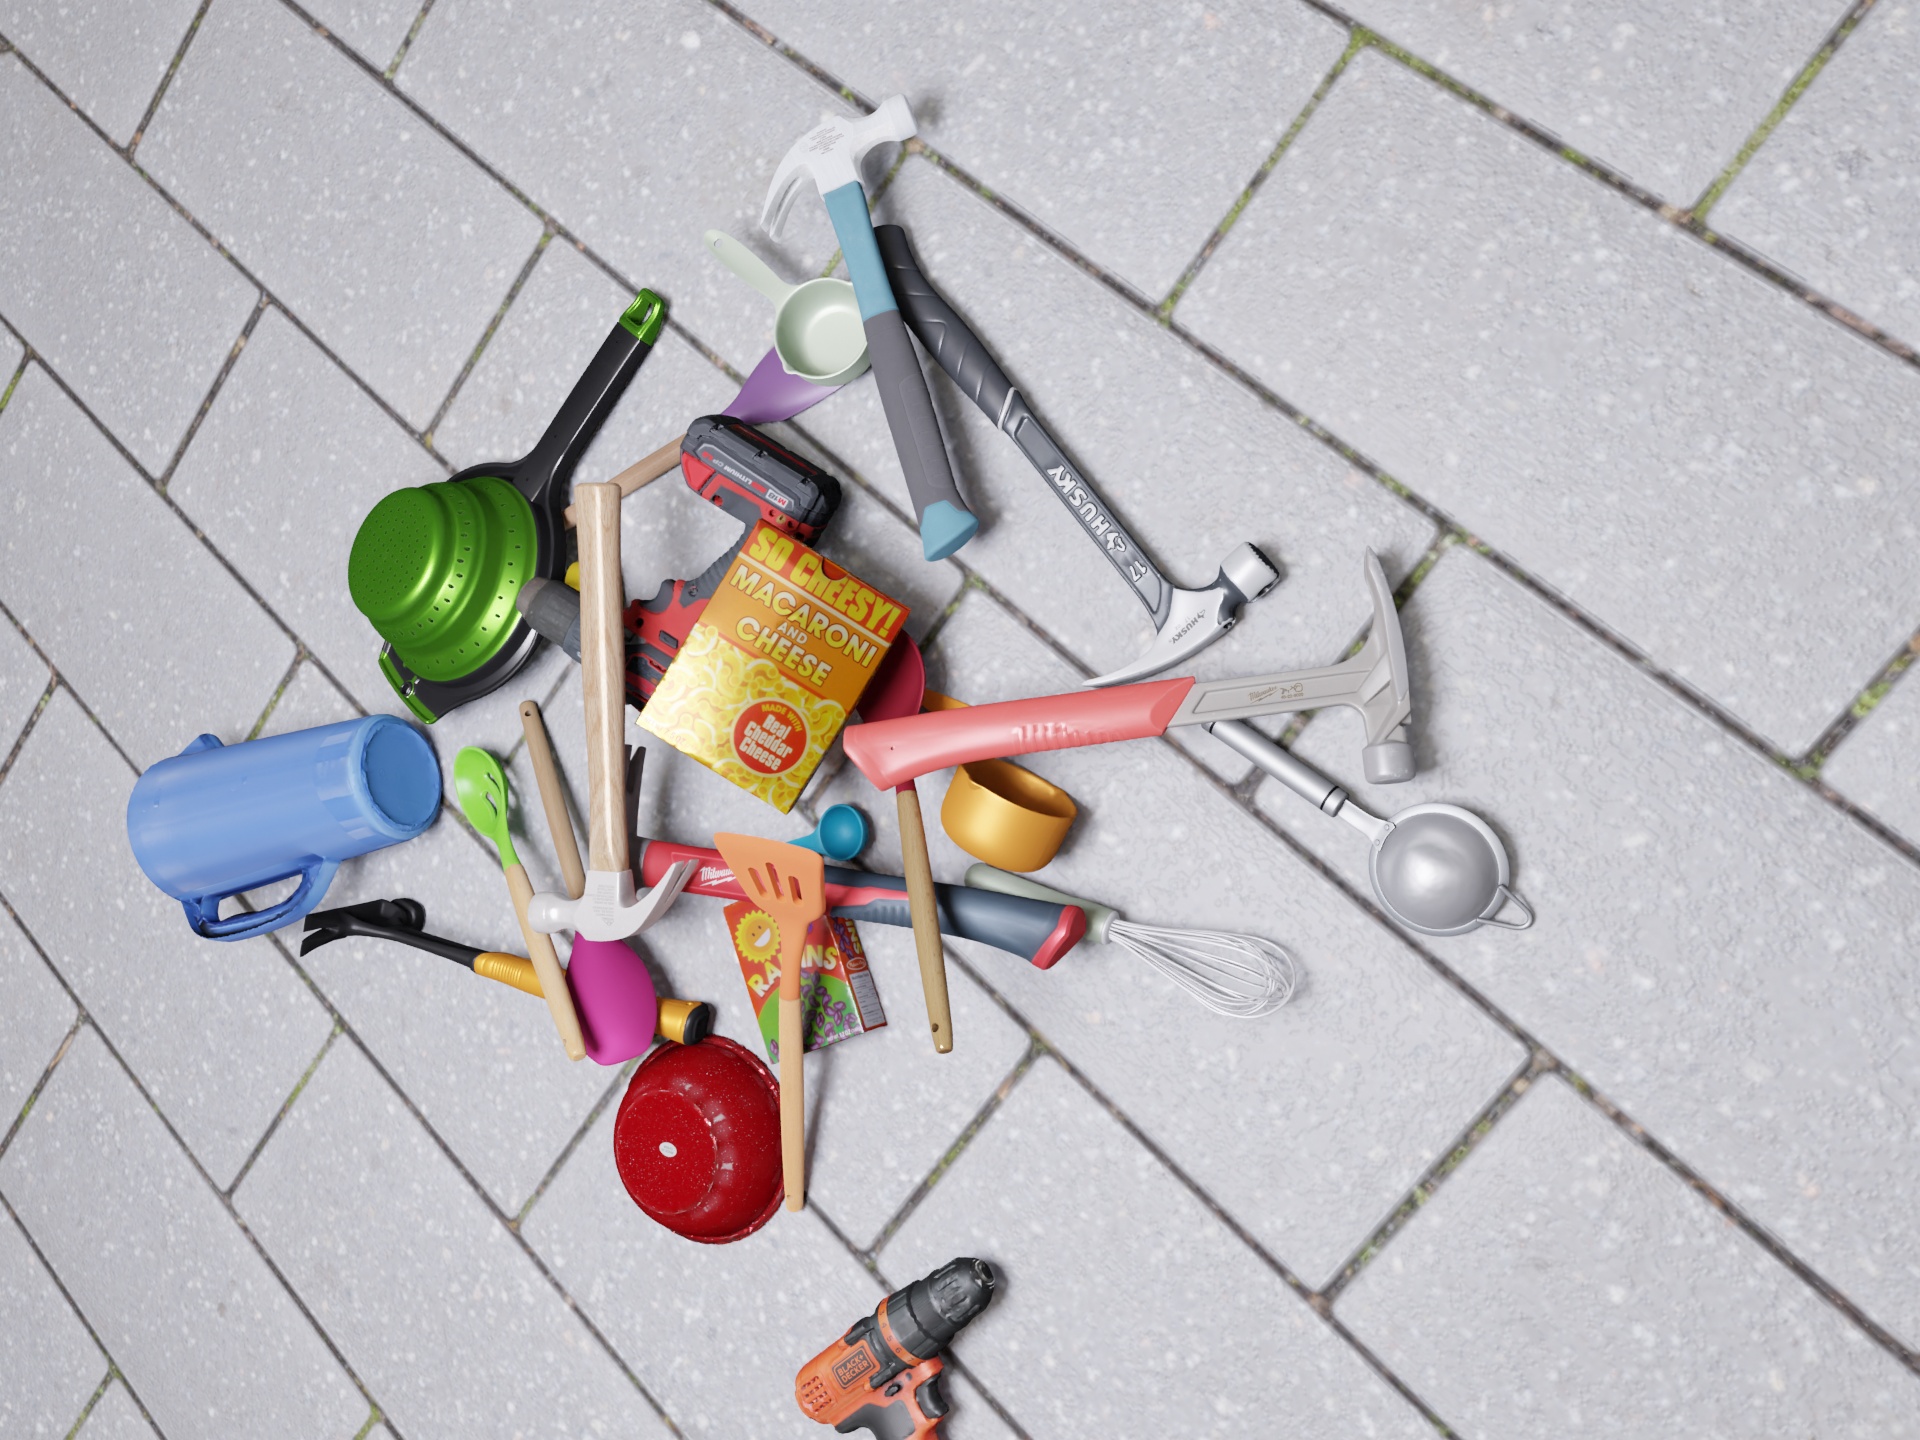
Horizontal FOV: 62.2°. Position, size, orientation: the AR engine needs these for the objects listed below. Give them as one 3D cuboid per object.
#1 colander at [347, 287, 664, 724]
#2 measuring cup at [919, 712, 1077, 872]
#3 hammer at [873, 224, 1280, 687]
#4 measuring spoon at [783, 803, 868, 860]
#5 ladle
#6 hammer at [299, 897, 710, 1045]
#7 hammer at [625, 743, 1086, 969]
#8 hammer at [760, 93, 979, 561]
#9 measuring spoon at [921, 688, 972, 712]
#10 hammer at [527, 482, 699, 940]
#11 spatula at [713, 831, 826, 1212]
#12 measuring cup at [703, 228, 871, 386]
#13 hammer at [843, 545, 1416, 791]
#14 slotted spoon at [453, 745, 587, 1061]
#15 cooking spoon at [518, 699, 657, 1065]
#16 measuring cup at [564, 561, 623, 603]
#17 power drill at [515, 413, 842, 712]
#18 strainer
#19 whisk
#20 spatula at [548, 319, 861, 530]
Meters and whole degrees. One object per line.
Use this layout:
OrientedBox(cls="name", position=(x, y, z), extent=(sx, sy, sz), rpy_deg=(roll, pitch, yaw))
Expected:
OrientedBox(cls="colander", position=(-0.375, -0.188, 1.268), extent=(0.205, 0.094, 0.397), rpy_deg=(42, 100, 34))
OrientedBox(cls="measuring cup", position=(0.004, 0.048, 1.113), extent=(0.174, 0.095, 0.052), rpy_deg=(35, 108, 41))
OrientedBox(cls="hammer", position=(0.042, -0.201, 1.121), extent=(0.149, 0.036, 0.409), rpy_deg=(-43, 71, 19))
OrientedBox(cls="measuring spoon", position=(-0.117, 0.098, 1.196), extent=(0.128, 0.021, 0.042), rpy_deg=(-24, 75, 32))
OrientedBox(cls="ladle", position=(-0.033, 0.073, 1.077), extent=(0.069, 0.031, 0.316), rpy_deg=(-31, 54, 33))
OrientedBox(cls="hammer", position=(-0.353, 0.199, 1.255), extent=(0.337, 0.127, 0.034), rpy_deg=(12, 95, 19))
OrientedBox(cls="hammer", position=(-0.095, 0.105, 1.128), extent=(0.386, 0.038, 0.143), rpy_deg=(5, 87, 25))
OrientedBox(cls="hammer", position=(-0.051, -0.273, 1.124), extent=(0.128, 0.033, 0.331), rpy_deg=(-19, 80, 12))
OrientedBox(cls="measuring spoon", position=(-0.002, -0.004, 1.145), extent=(0.117, 0.011, 0.021), rpy_deg=(27, 100, 24))
OrientedBox(cls="hammer", position=(-0.255, -0.005, 1.150), extent=(0.130, 0.031, 0.331), rpy_deg=(1, 94, 22))
OrientedBox(cls="spatula", position=(-0.124, 0.218, 1.118), extent=(0.081, 0.041, 0.322), rpy_deg=(10, 114, 19))
OrientedBox(cls="measuring cup", position=(-0.128, -0.313, 1.188), extent=(0.168, 0.038, 0.083), rpy_deg=(42, 96, 17))
OrientedBox(cls="hammer", position=(0.102, -0.014, 1.020), extent=(0.359, 0.036, 0.149), rpy_deg=(-7, 78, 9))
OrientedBox(cls="slotted spoon", position=(-0.342, 0.137, 1.241), extent=(0.070, 0.031, 0.314), rpy_deg=(-60, 45, 32))
OrientedBox(cls="cooking spoon", position=(-0.303, 0.118, 1.243), extent=(0.068, 0.017, 0.319), rpy_deg=(-18, 64, -9))
OrientedBox(cls="measuring cup", position=(-0.280, -0.050, 1.264), extent=(0.029, 0.062, 0.156), rpy_deg=(-8, 95, 13))
OrientedBox(cls="power drill", position=(-0.212, -0.116, 1.189), extent=(0.188, 0.080, 0.226), rpy_deg=(31, 104, 1))
OrientedBox(cls="strainer", position=(0.244, 0.058, 1.013), extent=(0.259, 0.050, 0.087), rpy_deg=(37, 115, 25))
OrientedBox(cls="whisk", position=(0.109, 0.142, 1.073), extent=(0.246, 0.057, 0.059), rpy_deg=(18, 61, 28))
OrientedBox(cls="spatula", position=(-0.210, -0.222, 1.248), extent=(0.316, 0.018, 0.060), rpy_deg=(-27, 78, 21))
